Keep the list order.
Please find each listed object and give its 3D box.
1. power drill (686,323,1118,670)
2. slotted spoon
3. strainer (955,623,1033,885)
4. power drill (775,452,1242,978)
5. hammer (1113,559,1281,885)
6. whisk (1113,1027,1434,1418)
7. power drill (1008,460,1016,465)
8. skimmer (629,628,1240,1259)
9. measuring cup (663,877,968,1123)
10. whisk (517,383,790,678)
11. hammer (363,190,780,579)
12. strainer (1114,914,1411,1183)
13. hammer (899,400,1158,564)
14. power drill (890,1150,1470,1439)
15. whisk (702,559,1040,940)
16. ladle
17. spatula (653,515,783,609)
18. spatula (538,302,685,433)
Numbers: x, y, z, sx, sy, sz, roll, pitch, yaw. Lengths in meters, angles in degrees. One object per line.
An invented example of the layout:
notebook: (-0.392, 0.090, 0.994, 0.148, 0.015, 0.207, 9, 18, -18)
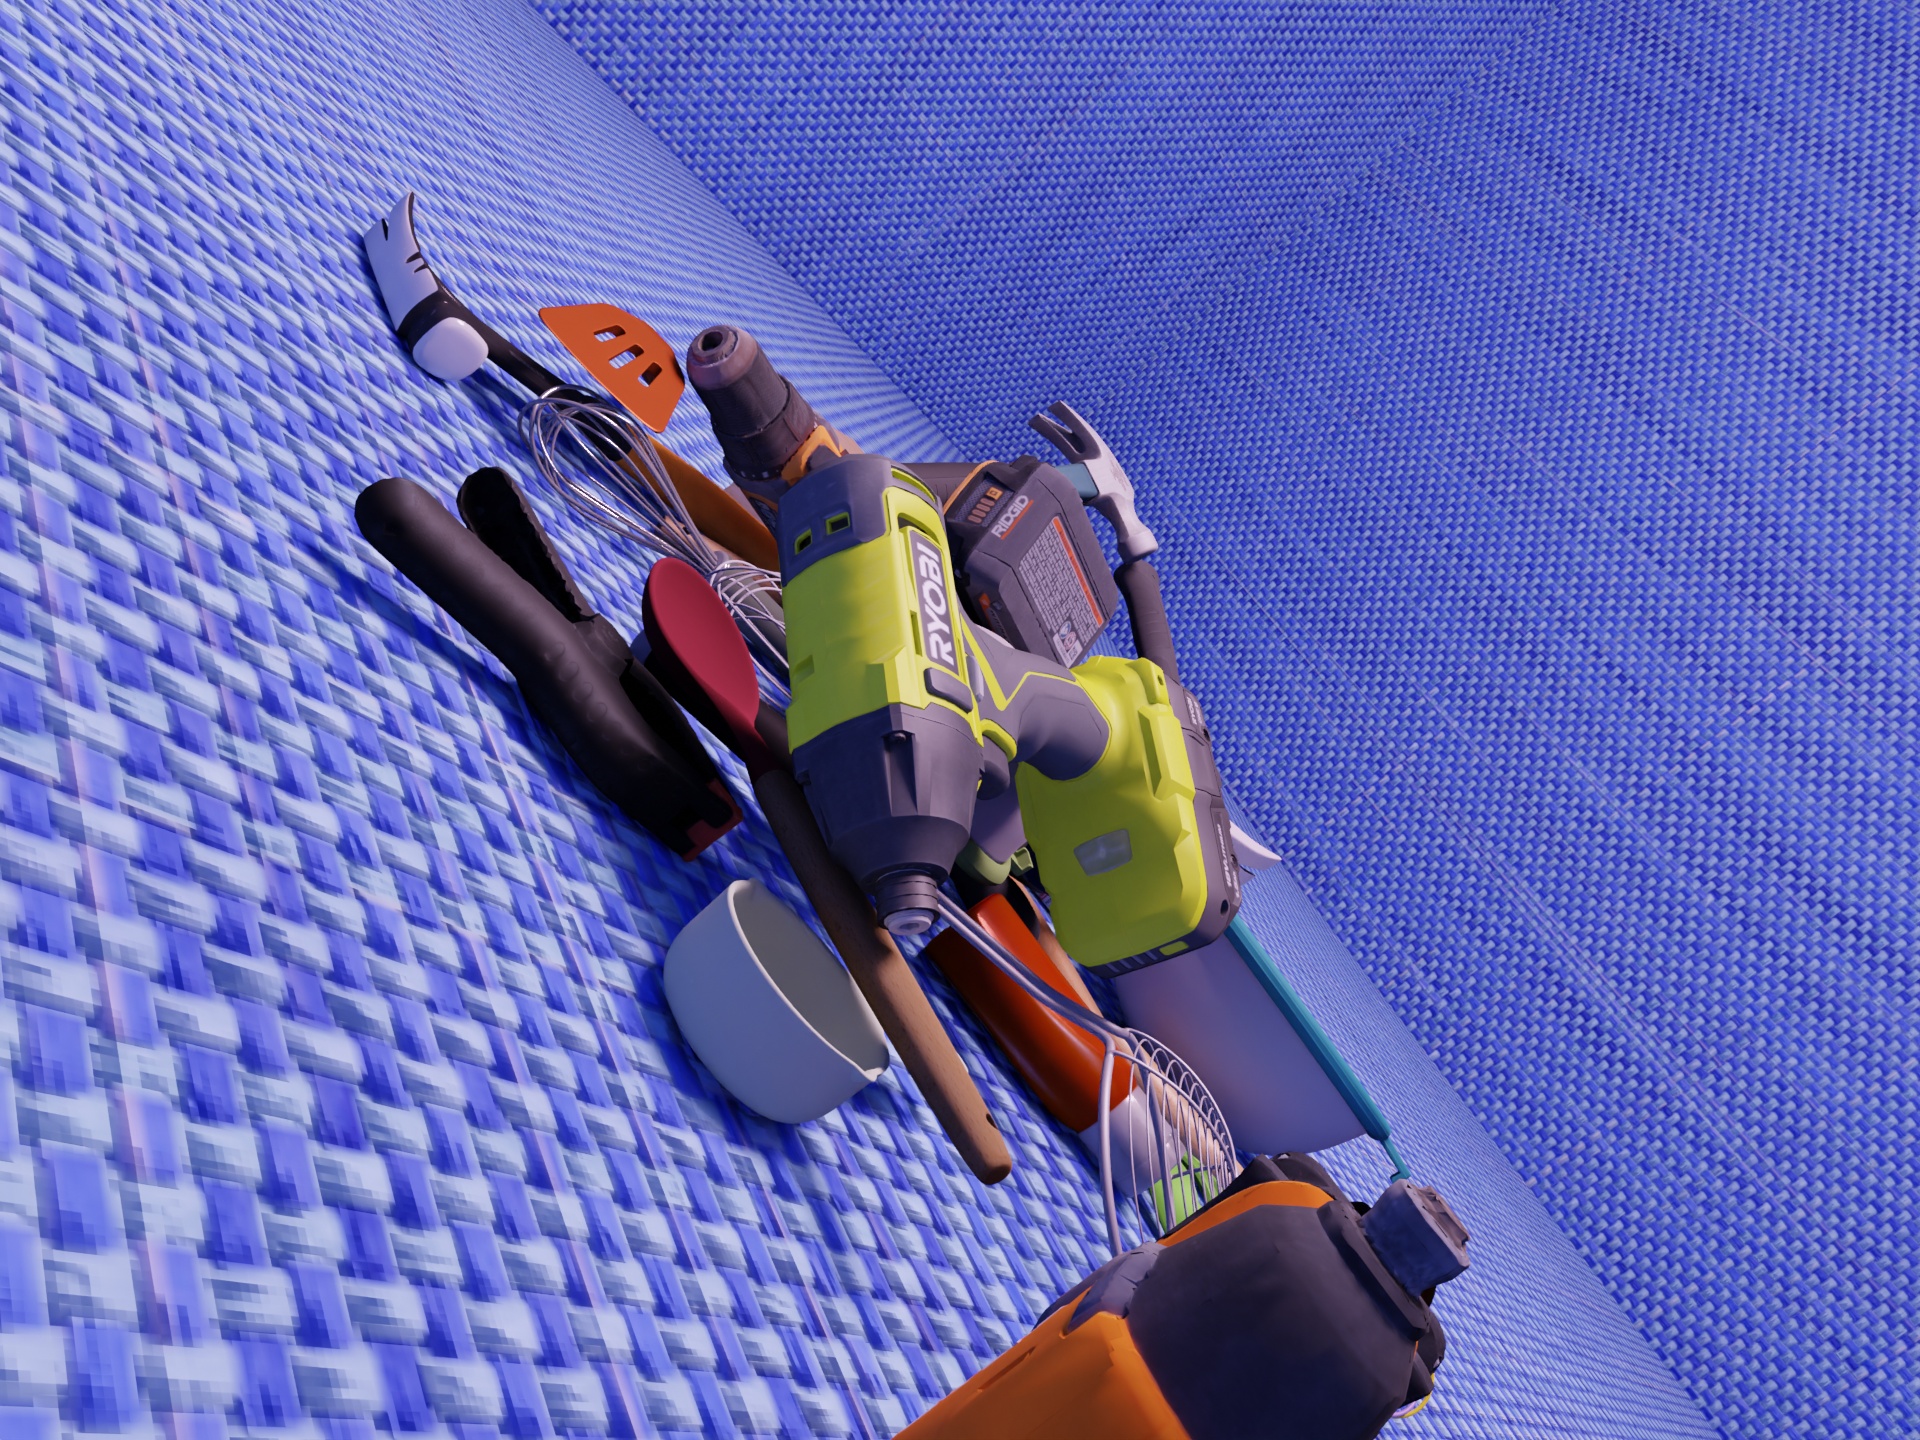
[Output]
power drill: (-0.040, -0.120, 0.852, 0.226, 0.084, 0.185, 27, -19, 33)
slotted spoon: (0.070, 0.167, 0.854, 0.070, 0.031, 0.314, 38, 13, -41)
strainer: (-0.001, -0.002, 0.724, 0.151, 0.069, 0.256, 63, 8, 7)
power drill: (0.019, 0.018, 0.610, 0.223, 0.080, 0.171, 29, 45, -49)
hammer: (0.149, -0.019, 1.135, 0.146, 0.035, 0.335, 44, 23, -26)
whisk: (0.161, 0.263, 0.851, 0.245, 0.047, 0.051, 49, 10, 17)
power drill: (0.047, -0.065, 1.196, 0.226, 0.188, 0.080, 48, -26, -21)
skimmer: (-0.021, 0.105, 0.667, 0.363, 0.090, 0.127, 41, 13, 9)
measuring cup: (-0.043, 0.108, 0.538, 0.083, 0.038, 0.167, 54, 5, 33)
whisk: (-0.136, -0.083, 0.827, 0.246, 0.059, 0.058, 47, 46, -40)
hammer: (-0.187, -0.155, 0.886, 0.336, 0.034, 0.127, 38, 17, -52)
strainer: (0.122, 0.141, 0.925, 0.340, 0.095, 0.211, 51, 4, -29)
hammer: (0.031, -0.162, 1.105, 0.331, 0.033, 0.128, -14, 77, -56)
power drill: (0.065, 0.169, 0.410, 0.084, 0.164, 0.226, 53, 8, 22)
whisk: (-0.038, 0.027, 0.807, 0.284, 0.070, 0.070, 50, 8, -30)
ladle: (-0.057, 0.039, 0.570, 0.069, 0.031, 0.316, 41, 10, -46)
spatula: (-0.042, -0.030, 0.929, 0.315, 0.018, 0.060, 32, 43, -24)
spatula: (-0.185, -0.200, 0.914, 0.081, 0.041, 0.323, 45, -1, -12)
